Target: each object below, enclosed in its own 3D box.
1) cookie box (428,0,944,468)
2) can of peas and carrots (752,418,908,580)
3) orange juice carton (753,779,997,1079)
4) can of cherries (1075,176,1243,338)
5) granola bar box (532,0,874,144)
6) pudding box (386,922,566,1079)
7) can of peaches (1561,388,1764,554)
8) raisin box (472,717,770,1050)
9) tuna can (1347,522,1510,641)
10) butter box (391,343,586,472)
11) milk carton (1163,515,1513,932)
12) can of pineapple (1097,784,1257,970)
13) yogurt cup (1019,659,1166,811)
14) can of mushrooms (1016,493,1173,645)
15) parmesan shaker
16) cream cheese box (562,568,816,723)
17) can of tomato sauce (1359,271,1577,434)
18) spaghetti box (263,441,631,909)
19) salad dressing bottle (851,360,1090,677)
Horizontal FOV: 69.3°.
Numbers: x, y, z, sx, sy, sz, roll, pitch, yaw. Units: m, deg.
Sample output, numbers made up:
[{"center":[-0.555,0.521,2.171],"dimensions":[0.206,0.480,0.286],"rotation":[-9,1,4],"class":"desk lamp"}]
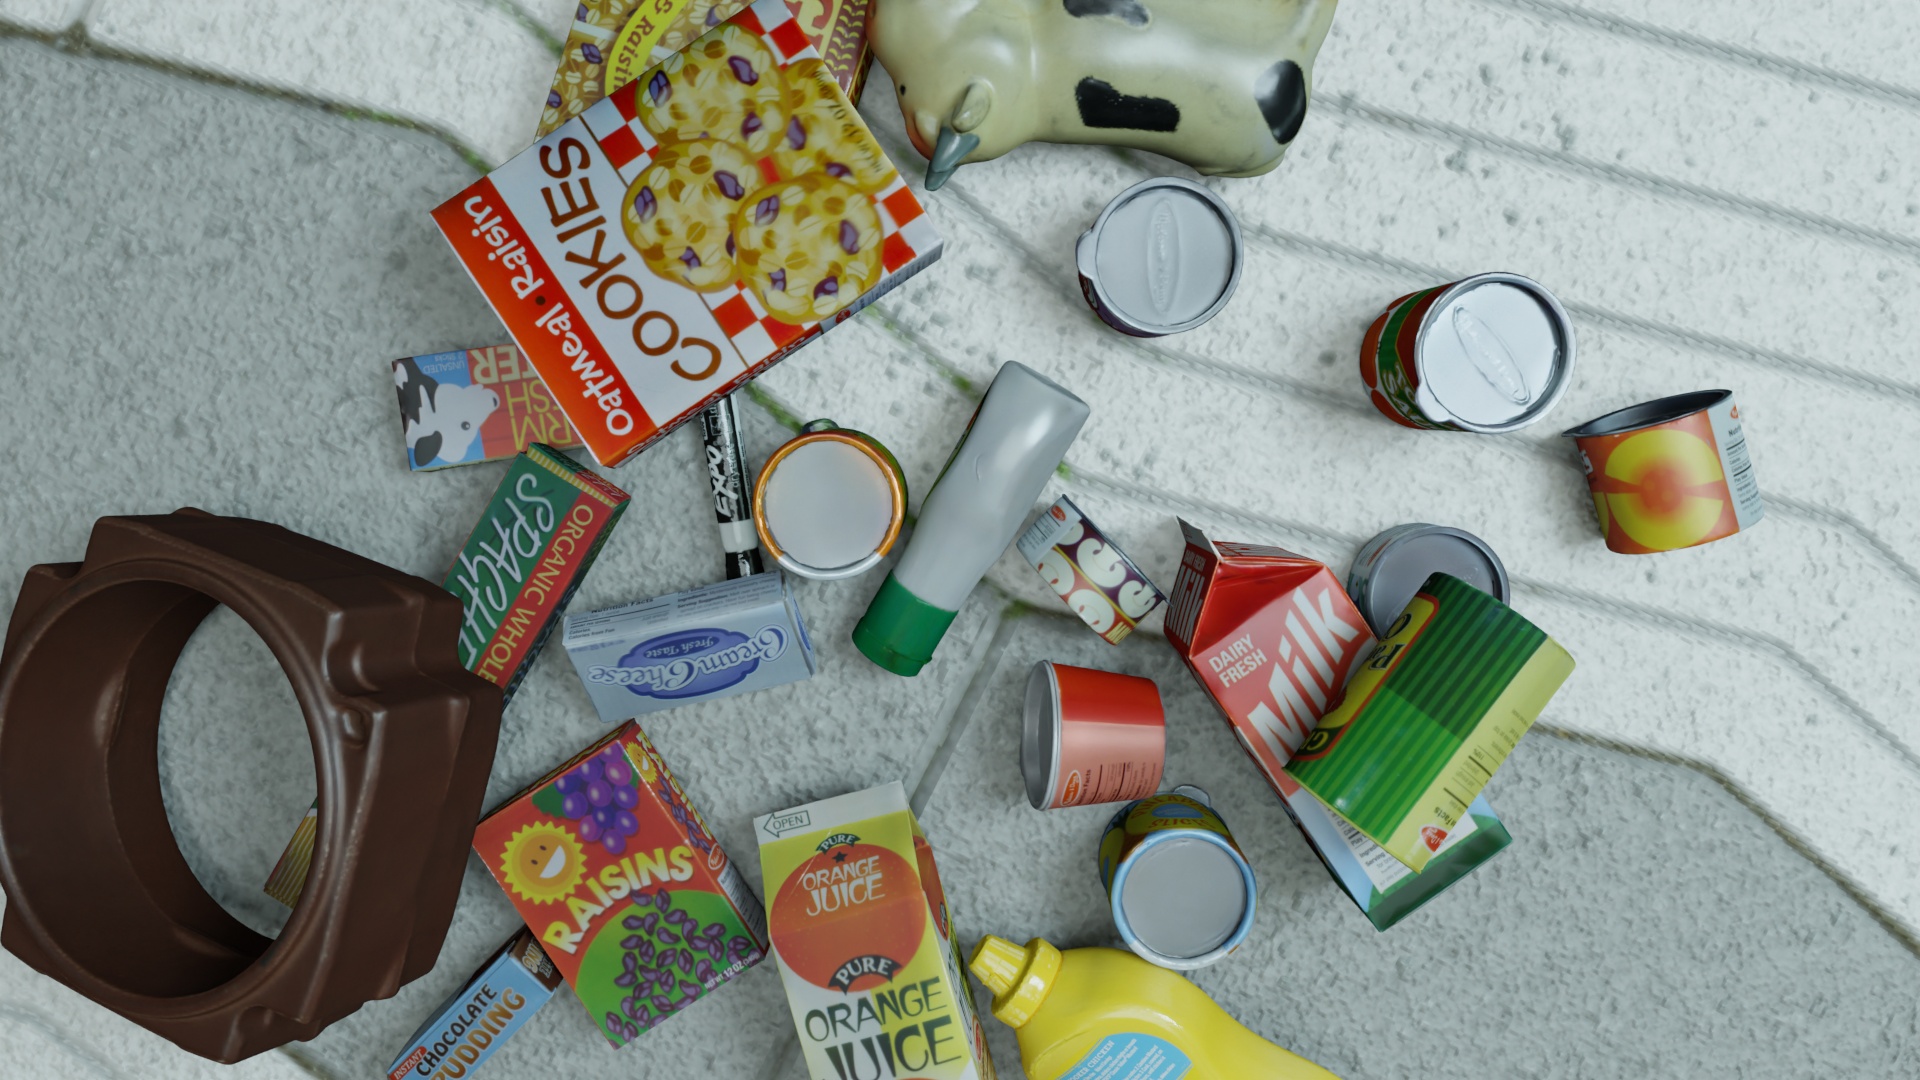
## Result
[{"center":[-0.110,-0.125,0.573],"dimensions":[0.167,0.040,0.123],"rotation":[-34,92,-2],"class":"cookie box"},{"center":[-0.057,-0.020,0.622],"dimensions":[0.071,0.059,0.071],"rotation":[0,95,-1],"class":"can of peas and carrots"},{"center":[-0.034,0.208,0.634],"dimensions":[0.072,0.073,0.192],"rotation":[-16,94,1],"class":"orange juice carton"},{"center":[0.084,-0.124,0.615],"dimensions":[0.071,0.058,0.071],"rotation":[0,96,0],"class":"can of cherries"},{"center":[-0.117,-0.178,0.612],"dimensions":[0.124,0.039,0.165],"rotation":[18,90,-2],"class":"granola bar box"},{"center":[-0.221,0.218,0.646],"dimensions":[0.083,0.050,0.030],"rotation":[-45,95,3],"class":"pudding box"},{"center":[0.314,-0.030,0.622],"dimensions":[0.071,0.071,0.058],"rotation":[-19,95,1],"class":"can of peaches"},{"center":[-0.156,0.159,0.647],"dimensions":[0.086,0.040,0.123],"rotation":[-32,95,3],"class":"raisin box"},{"center":[0.216,0.027,0.641],"dimensions":[0.071,0.033,0.071],"rotation":[0,95,0],"class":"tuna can"},{"center":[-0.201,-0.064,0.635],"dimensions":[0.103,0.024,0.053],"rotation":[-9,95,1],"class":"butter box"},{"center":[0.155,0.070,0.625],"dimensions":[0.073,0.072,0.190],"rotation":[-35,95,2],"class":"milk carton"},{"center":[0.099,0.154,0.638],"dimensions":[0.071,0.058,0.071],"rotation":[0,95,0],"class":"can of pineapple"},{"center":[0.060,0.089,0.631],"dimensions":[0.054,0.072,0.072],"rotation":[3,95,-9],"class":"yogurt cup"},{"center":[0.060,0.015,0.622],"dimensions":[0.033,0.071,0.071],"rotation":[-45,94,4],"class":"can of mushrooms"},{"center":[0.187,0.072,0.558],"dimensions":[0.071,0.071,0.103],"rotation":[37,91,-3],"class":"parmesan shaker"},{"center":[-0.123,0.048,0.633],"dimensions":[0.104,0.024,0.053],"rotation":[-12,132,1],"class":"cream cheese box"},{"center":[0.217,-0.079,0.607],"dimensions":[0.071,0.083,0.071],"rotation":[0,95,0],"class":"can of tomato sauce"},{"center":[-0.233,0.070,0.632],"dimensions":[0.050,0.029,0.249],"rotation":[33,100,-4],"class":"spaghetti box"},{"center":[0.002,-0.008,0.625],"dimensions":[0.044,0.064,0.147],"rotation":[33,102,8],"class":"salad dressing bottle"}]
